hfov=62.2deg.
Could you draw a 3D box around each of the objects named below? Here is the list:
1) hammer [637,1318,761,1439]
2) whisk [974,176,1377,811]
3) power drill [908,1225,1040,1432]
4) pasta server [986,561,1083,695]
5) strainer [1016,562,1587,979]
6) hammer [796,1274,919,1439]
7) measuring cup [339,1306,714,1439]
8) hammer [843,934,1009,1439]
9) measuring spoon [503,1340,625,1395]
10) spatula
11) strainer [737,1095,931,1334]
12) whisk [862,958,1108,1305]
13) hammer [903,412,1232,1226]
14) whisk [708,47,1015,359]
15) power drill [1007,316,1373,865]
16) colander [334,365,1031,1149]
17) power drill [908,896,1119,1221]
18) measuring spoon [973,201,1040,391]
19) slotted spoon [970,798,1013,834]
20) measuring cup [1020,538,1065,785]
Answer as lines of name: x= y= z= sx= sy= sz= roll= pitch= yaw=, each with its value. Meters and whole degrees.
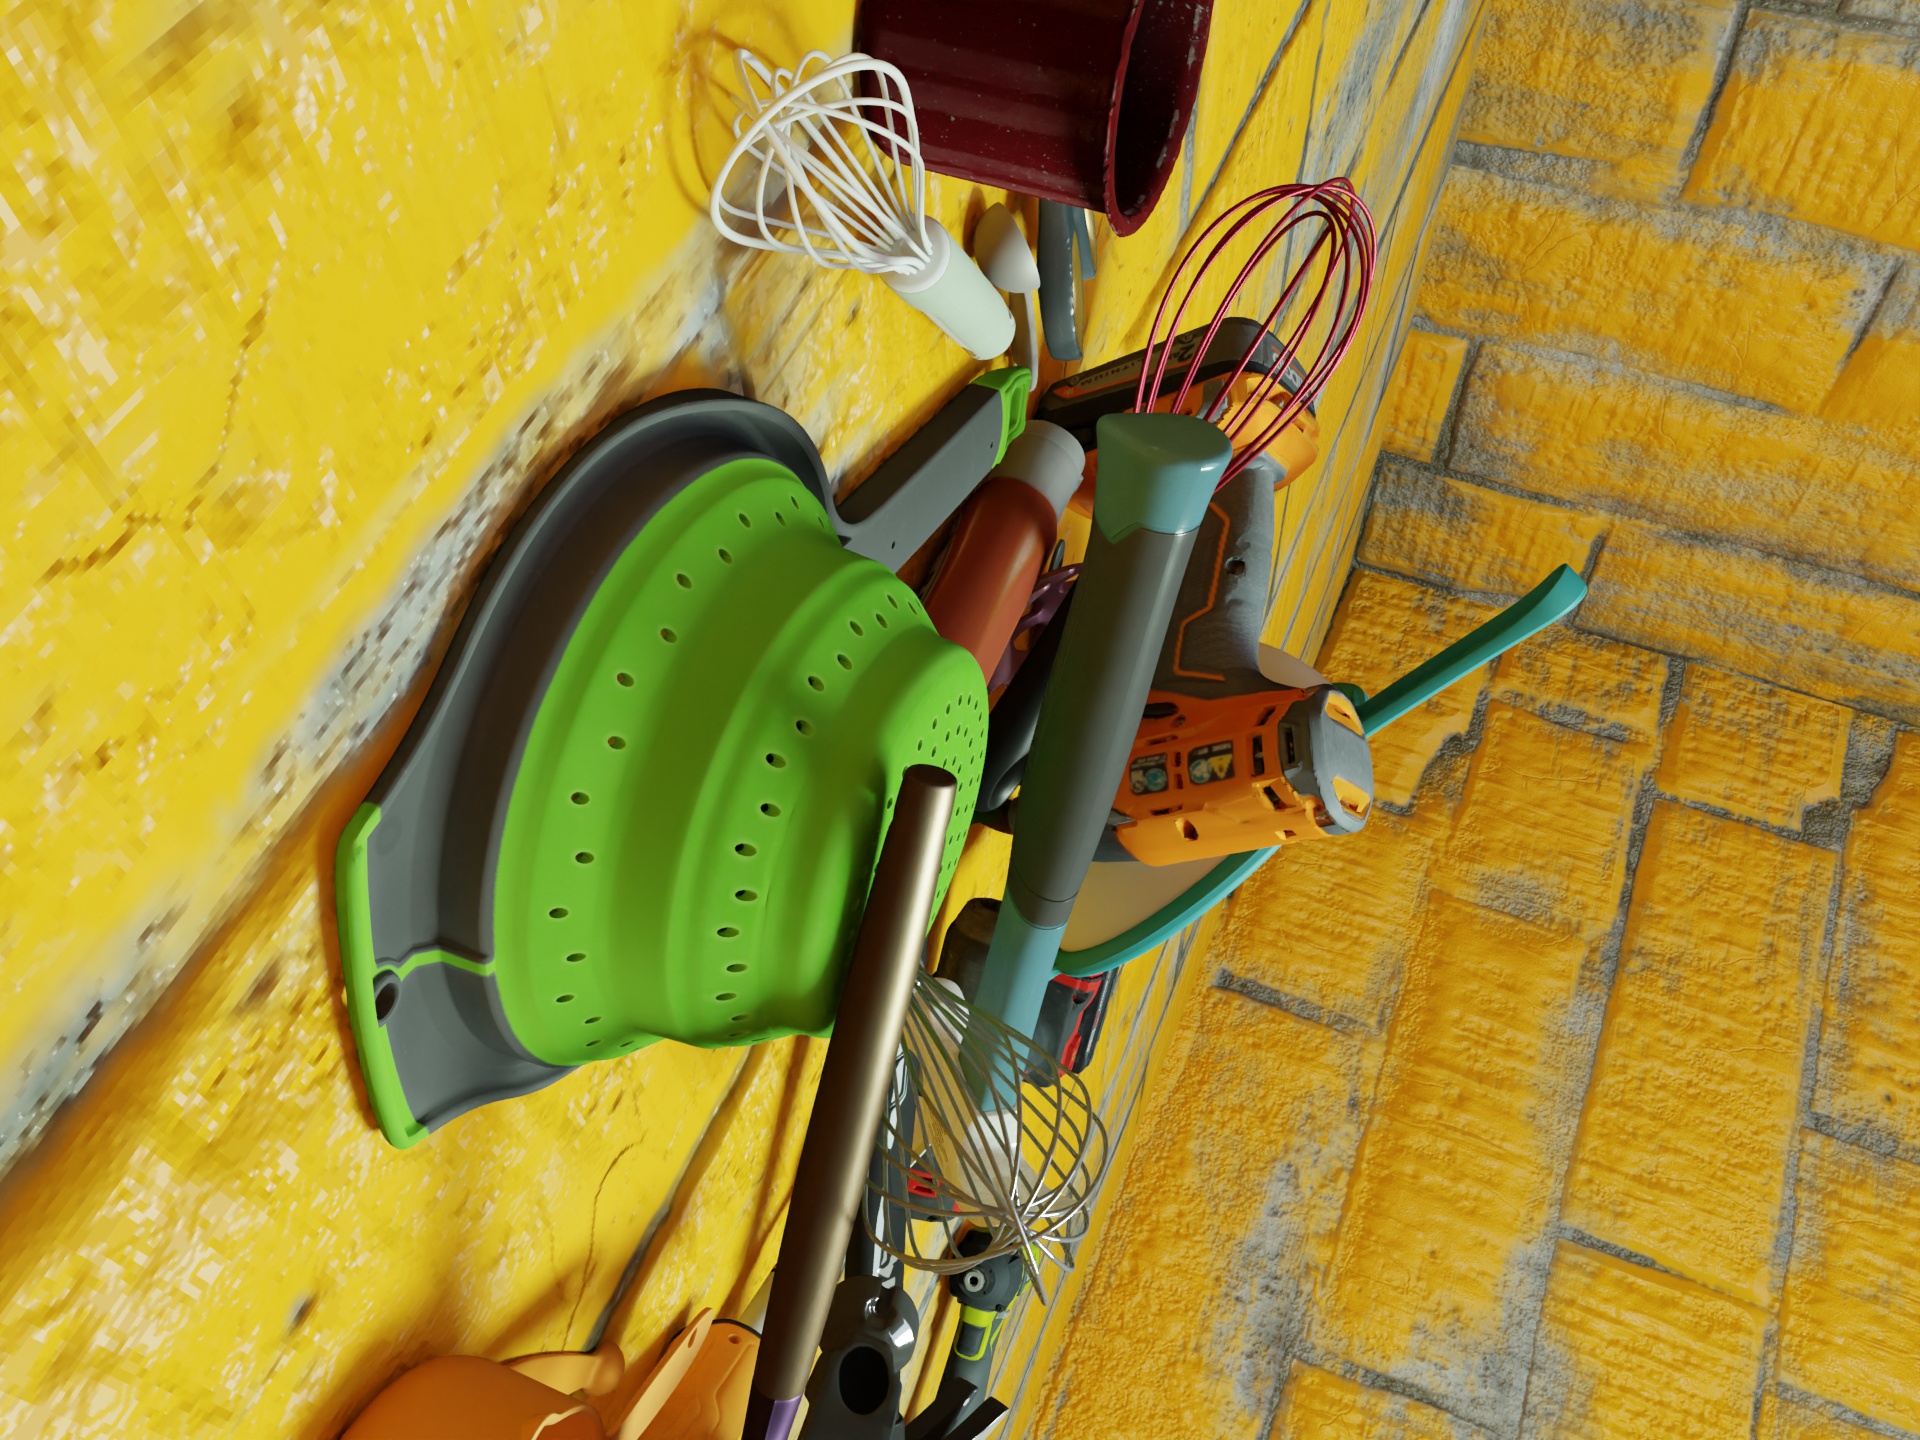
hammer: x=-0.120 y=0.288 z=0.505 sx=0.337 sy=0.127 sz=0.034 roll=-30 pitch=138 yaw=-76
whisk: x=0.071 y=-0.079 z=0.632 sx=0.295 sy=0.073 sz=0.073 roll=-61 pitch=171 yaw=26
power drill: x=0.001 y=0.516 z=1.261 sx=0.171 sy=0.080 sz=0.223 roll=48 pitch=57 yaw=-74
pasta server: x=-0.001 y=-0.002 z=0.707 sx=0.316 sy=0.040 sz=0.060 roll=-44 pitch=129 yaw=-57
strainer: x=0.134 y=-0.005 z=0.769 sx=0.340 sy=0.095 sz=0.211 roll=-39 pitch=-173 yaw=43
hammer: x=-0.113 y=0.399 z=0.607 sx=0.143 sy=0.038 sz=0.386 roll=-68 pitch=-177 yaw=-70
measuring cup: x=-0.131 y=0.213 z=0.473 sx=0.173 sy=0.052 sz=0.095 roll=-29 pitch=135 yaw=-71
hammer: x=-0.031 y=0.199 z=0.701 sx=0.146 sy=0.035 sz=0.334 roll=-5 pitch=102 yaw=-45
measuring spoon: x=-0.137 y=0.225 z=0.536 sx=0.116 sy=0.011 sz=0.021 roll=58 pitch=52 yaw=-71
spatula: x=-0.043 y=0.157 z=0.421 sx=0.060 sy=0.018 sz=0.315 roll=-81 pitch=-174 yaw=-71
strainer: x=-0.074 y=0.249 z=0.736 sx=0.087 sy=0.050 sz=0.258 roll=-38 pitch=-169 yaw=50
whisk: x=-0.017 y=0.092 z=0.518 sx=0.285 sy=0.070 sz=0.070 roll=-133 pitch=-123 yaw=-70
hammer: x=0.027 y=0.045 z=0.505 sx=0.128 sy=0.033 sz=0.330 roll=-113 pitch=-155 yaw=-43
whisk: x=-0.017 y=-0.143 z=0.482 sx=0.059 sy=0.058 sz=0.246 roll=-39 pitch=173 yaw=11
power drill: x=0.089 y=-0.047 z=0.708 sx=0.084 sy=0.164 sz=0.227 roll=23 pitch=59 yaw=-50
colander: x=-0.021 y=-0.022 z=0.497 sx=0.397 sy=0.094 sz=0.204 roll=-53 pitch=156 yaw=-50
power drill: x=0.027 y=0.168 z=0.944 sx=0.226 sy=0.080 sz=0.187 roll=-29 pitch=135 yaw=-64
measuring spoon: x=0.018 y=-0.159 z=0.628 sx=0.018 sy=0.034 sz=0.124 roll=-27 pitch=164 yaw=-3
slotted spoon: x=0.018 y=0.052 z=0.860 sx=0.070 sy=0.031 sz=0.313 roll=-65 pitch=167 yaw=-1
measuring cup: x=0.058 y=-0.028 z=0.881 sx=0.083 sy=0.038 sz=0.167 roll=-57 pitch=161 yaw=-44
